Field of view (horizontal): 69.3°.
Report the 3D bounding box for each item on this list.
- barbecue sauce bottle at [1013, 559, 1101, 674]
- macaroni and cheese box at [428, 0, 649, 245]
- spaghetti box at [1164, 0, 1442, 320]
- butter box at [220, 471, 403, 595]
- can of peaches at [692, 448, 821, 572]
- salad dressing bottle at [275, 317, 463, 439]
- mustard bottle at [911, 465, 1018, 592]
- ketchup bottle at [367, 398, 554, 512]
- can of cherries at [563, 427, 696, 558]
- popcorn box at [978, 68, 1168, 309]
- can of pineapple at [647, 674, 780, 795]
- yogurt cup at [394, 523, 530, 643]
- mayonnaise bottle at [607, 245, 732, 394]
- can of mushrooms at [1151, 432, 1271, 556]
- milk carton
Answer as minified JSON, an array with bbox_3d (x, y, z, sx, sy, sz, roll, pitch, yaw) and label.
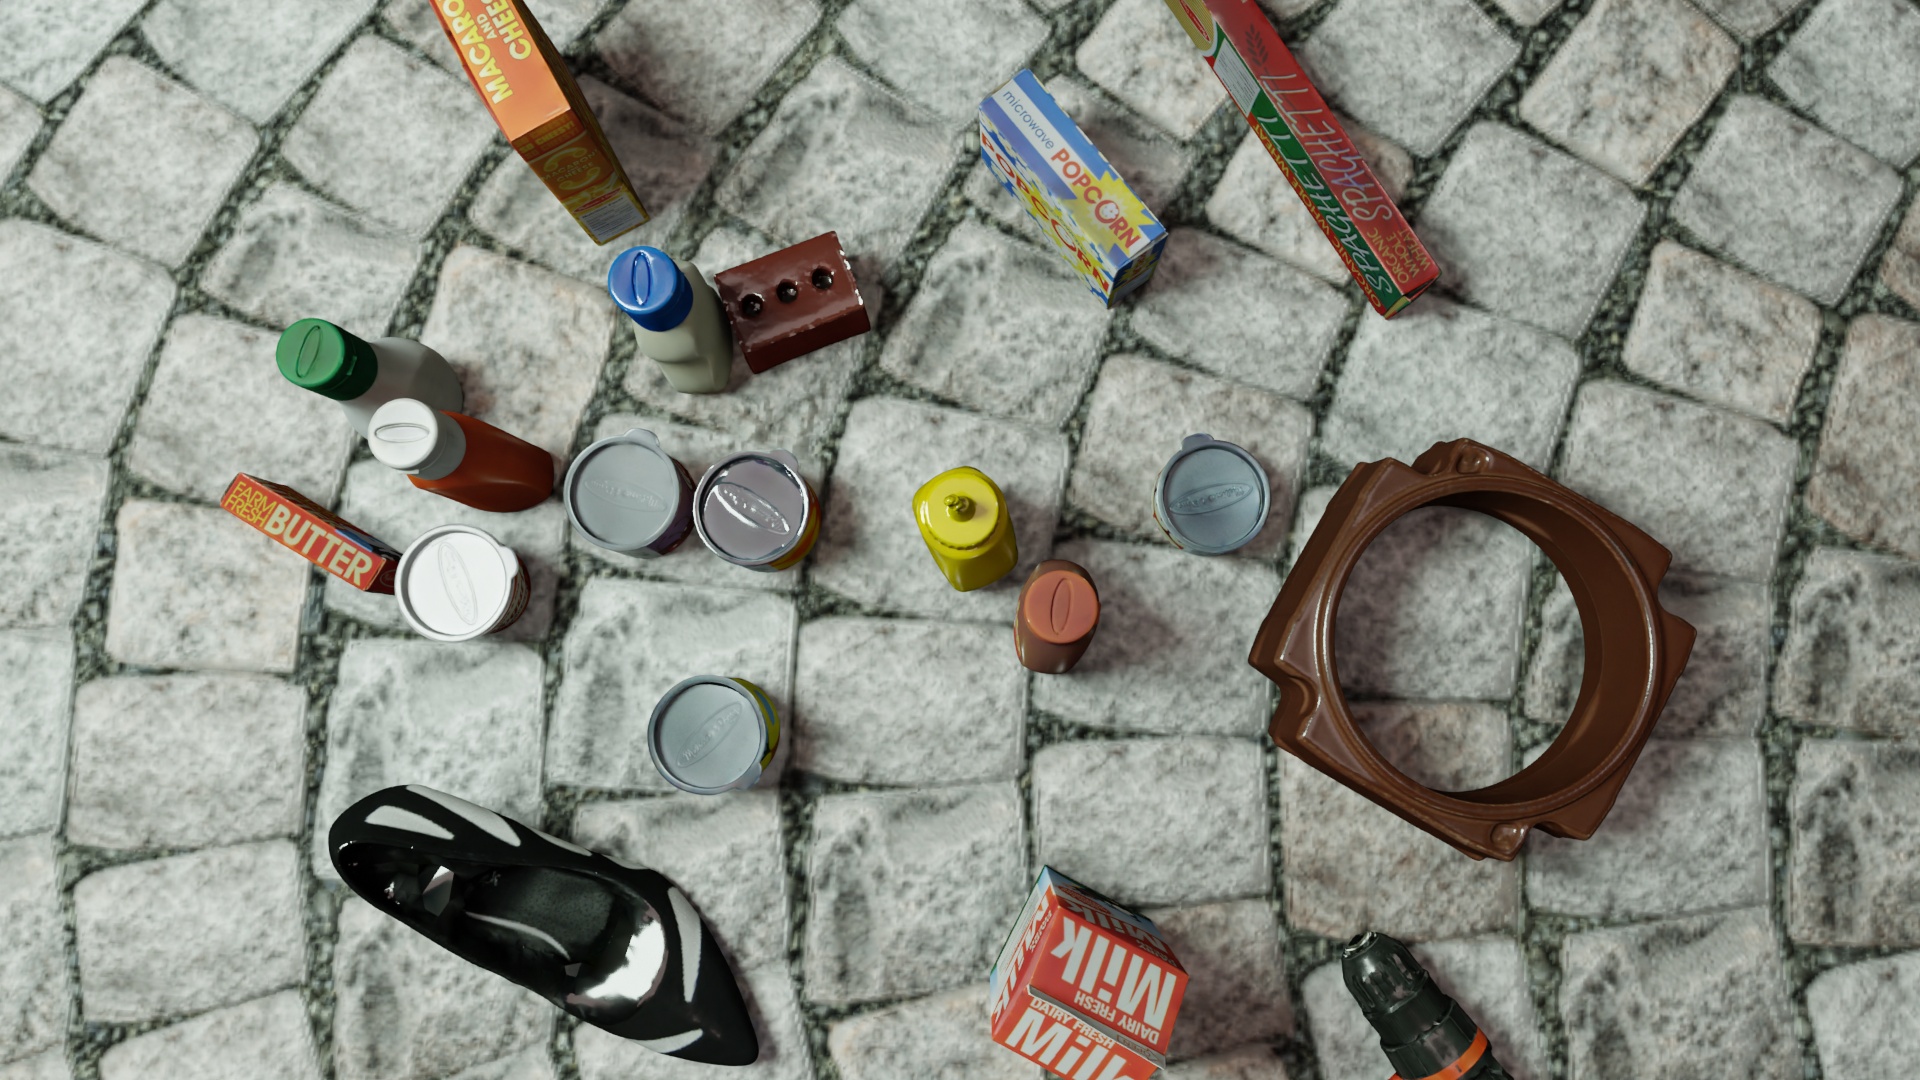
[{"bbox_3d":[0.052,0.040,0.751,0.044,0.148,0.065,9,84,2],"label":"barbecue sauce bottle"},{"bbox_3d":[-0.238,-0.250,0.781,0.040,0.166,0.124,-29,84,-2],"label":"macaroni and cheese box"},{"bbox_3d":[0.201,-0.245,0.830,0.029,0.050,0.250,-32,84,-2],"label":"spaghetti box"},{"bbox_3d":[-0.373,-0.002,0.812,0.103,0.053,0.024,30,86,4],"label":"butter box"},{"bbox_3d":[-0.115,-0.018,0.806,0.071,0.058,0.071,0,84,1],"label":"can of peaches"},{"bbox_3d":[-0.326,-0.088,0.774,0.044,0.147,0.064,16,85,3],"label":"salad dressing bottle"},{"bbox_3d":[0.003,-0.009,0.752,0.049,0.160,0.065,-27,84,-1],"label":"mustard bottle"},{"bbox_3d":[-0.277,-0.045,0.767,0.065,0.148,0.043,-2,84,1],"label":"ketchup bottle"},{"bbox_3d":[-0.188,-0.026,0.809,0.071,0.058,0.071,0,84,1],"label":"can of cherries"},{"bbox_3d":[0.063,-0.203,0.810,0.038,0.085,0.127,-39,84,-3],"label":"popcorn box"},{"bbox_3d":[-0.138,0.112,0.792,0.071,0.058,0.071,0,84,1],"label":"can of pineapple"},{"bbox_3d":[-0.285,0.026,0.807,0.072,0.054,0.072,0,84,1],"label":"yogurt cup"},{"bbox_3d":[-0.160,-0.125,0.774,0.041,0.148,0.065,-3,84,1],"label":"mayonnaise bottle"},{"bbox_3d":[0.145,-0.026,0.814,0.071,0.033,0.071,0,84,1],"label":"can of mushrooms"},{"bbox_3d":[0.062,0.226,0.708,0.072,0.190,0.073,27,85,4],"label":"milk carton"}]
